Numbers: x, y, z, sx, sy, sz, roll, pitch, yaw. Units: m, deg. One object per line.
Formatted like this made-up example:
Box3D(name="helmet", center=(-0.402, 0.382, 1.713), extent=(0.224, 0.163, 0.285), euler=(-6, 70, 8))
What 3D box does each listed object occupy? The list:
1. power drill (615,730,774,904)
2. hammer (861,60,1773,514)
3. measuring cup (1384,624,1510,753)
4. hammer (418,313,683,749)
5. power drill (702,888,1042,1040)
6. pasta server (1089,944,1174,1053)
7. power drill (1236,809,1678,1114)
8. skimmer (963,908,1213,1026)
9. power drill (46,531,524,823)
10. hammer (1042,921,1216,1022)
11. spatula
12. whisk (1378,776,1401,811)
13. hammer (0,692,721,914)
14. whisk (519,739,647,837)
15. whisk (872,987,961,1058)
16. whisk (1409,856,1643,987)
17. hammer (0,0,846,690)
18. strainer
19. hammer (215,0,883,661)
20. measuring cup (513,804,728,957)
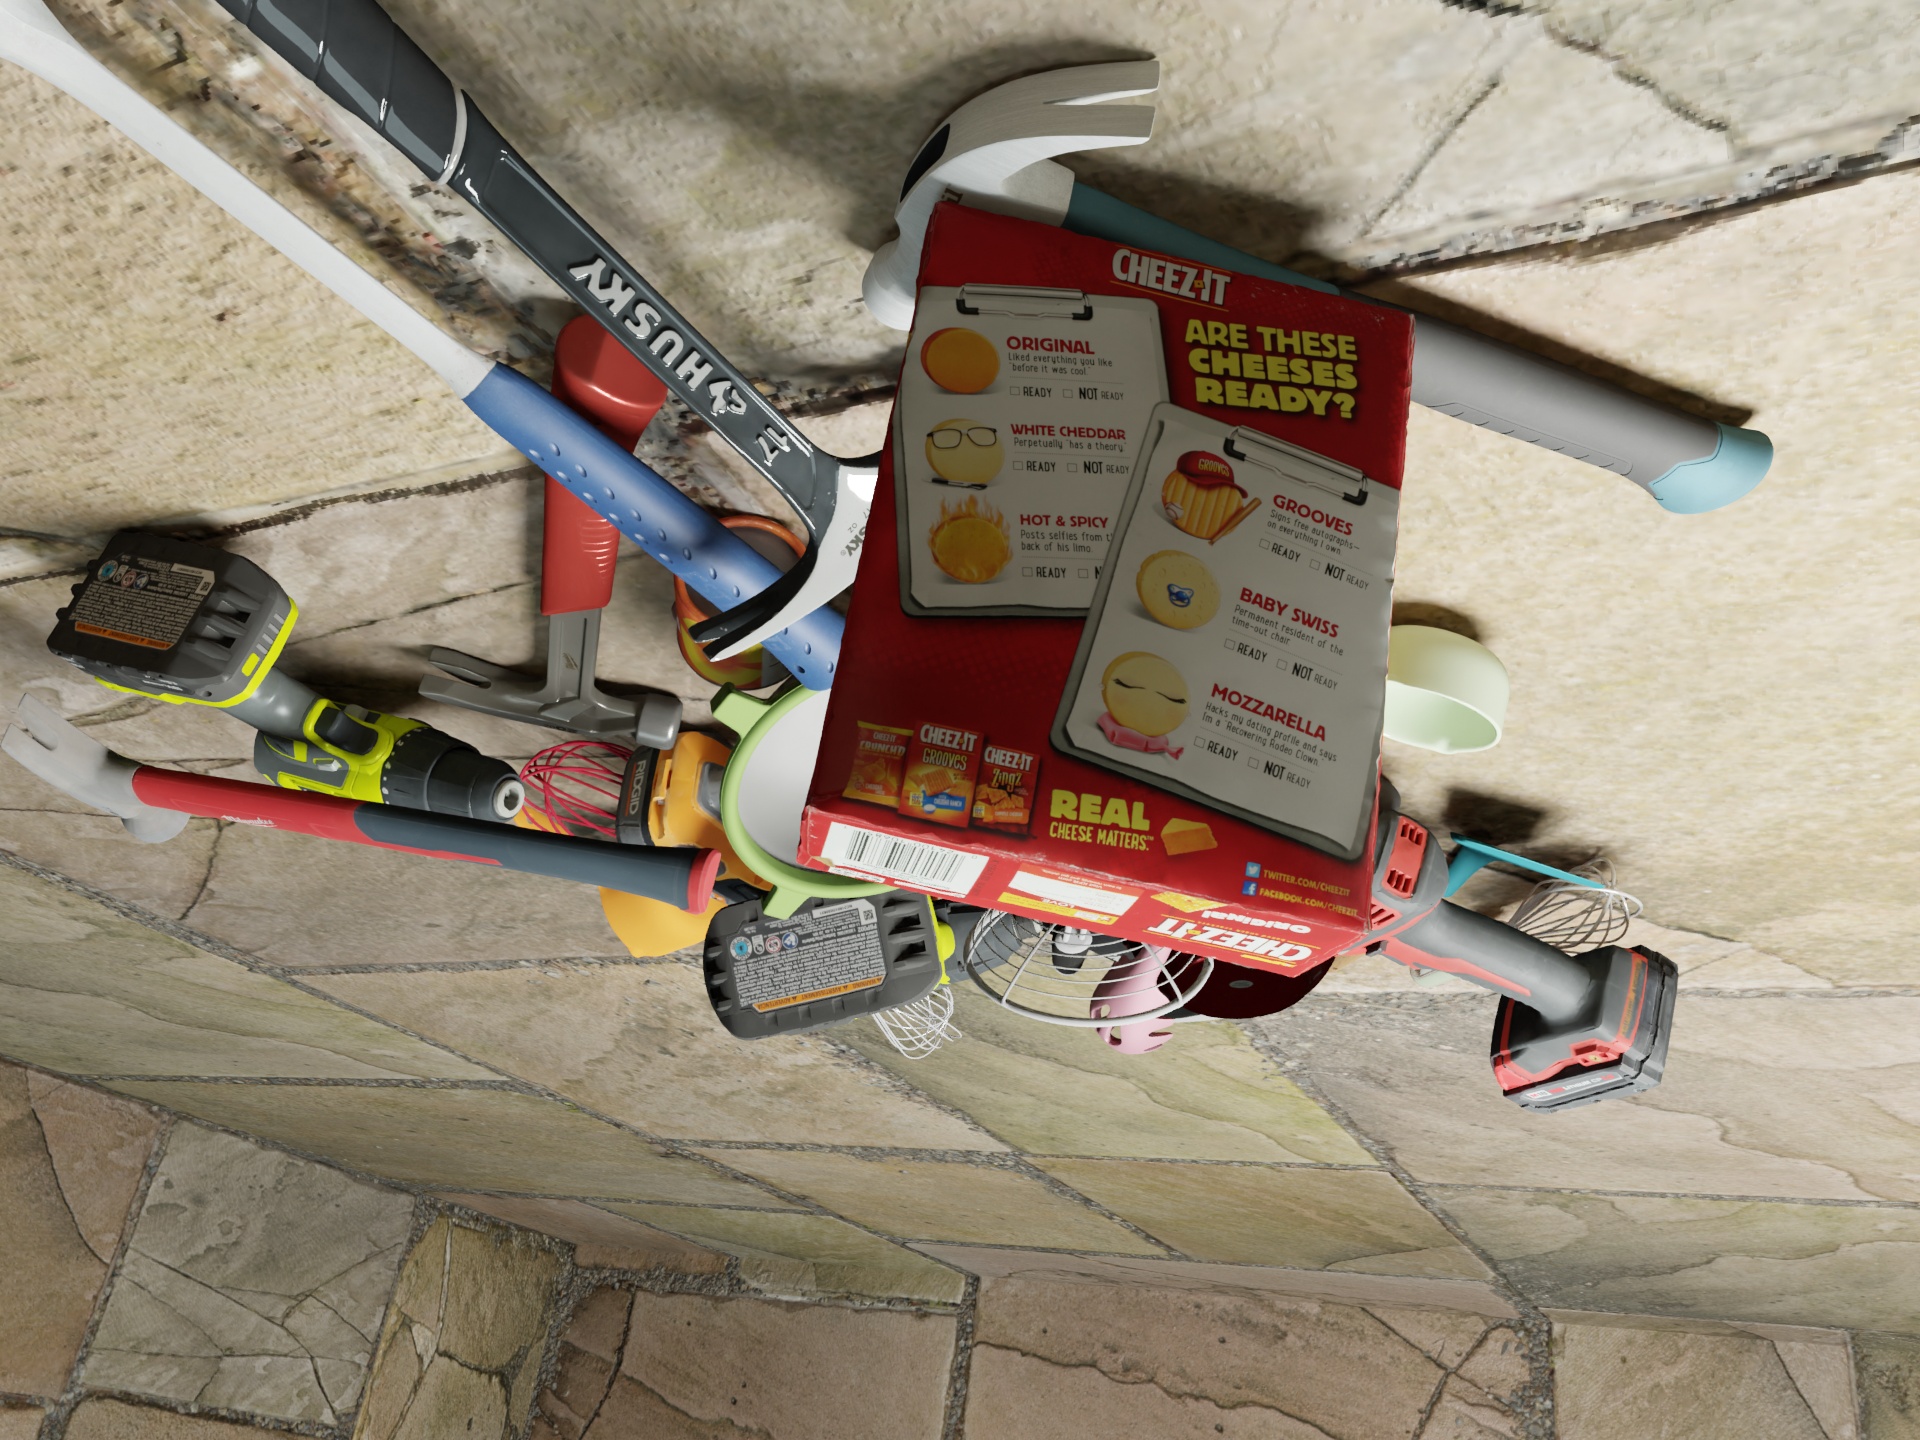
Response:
Box3D(name="power drill", center=(-0.070, 0.054, 0.962), extent=(0.226, 0.084, 0.185), euler=(-14, 147, 31))
Box3D(name="hammer", center=(0.138, -0.137, 0.563), extent=(0.331, 0.033, 0.128), euler=(16, 154, -14))
Box3D(name="measuring cup", center=(0.187, -0.022, 0.782), extent=(0.168, 0.038, 0.083), euler=(9, 161, 41))
Box3D(name="hammer", center=(-0.198, -0.079, 0.784), extent=(0.149, 0.037, 0.359), euler=(14, 154, -9))
Box3D(name="power drill", center=(-0.049, 0.141, 0.981), extent=(0.171, 0.080, 0.223), euler=(-14, 170, 12))
Box3D(name="pasta server", center=(0.139, 0.113, 0.971), extent=(0.060, 0.040, 0.316), euler=(45, 139, 24))
Box3D(name="power drill", center=(0.272, 0.143, 0.927), extent=(0.226, 0.080, 0.188), euler=(28, 151, -8))
Box3D(name="skimmer", center=(0.069, 0.150, 0.939), extent=(0.127, 0.090, 0.363), euler=(-1, 165, 2))
Box3D(name="power drill", center=(-0.373, -0.007, 0.909), extent=(0.191, 0.080, 0.228), euler=(11, 157, 27))
Box3D(name="hammer", center=(0.086, 0.152, 1.147), extent=(0.334, 0.035, 0.146), euler=(28, 147, -32))
Box3D(name="spatula", center=(0.292, 0.123, 1.012), extent=(0.082, 0.044, 0.317), euler=(18, 154, -3))
Box3D(name="whisk", center=(0.166, 0.020, 0.825), extent=(0.055, 0.055, 0.238), euler=(-16, 157, 40))
Box3D(name="hammer", center=(-0.323, 0.053, 0.877), extent=(0.386, 0.038, 0.143), euler=(8, 156, 10))
Box3D(name="whisk", center=(-0.177, 0.079, 1.067), extent=(0.073, 0.073, 0.295), euler=(-11, 152, 35))
Box3D(name="whisk", center=(-0.082, 0.197, 1.274), extent=(0.070, 0.070, 0.284), euler=(-8, 144, 30))
Box3D(name="whisk", center=(0.351, 0.139, 1.021), extent=(0.059, 0.058, 0.246), euler=(14, 158, -7))
Box3D(name="hammer", center=(-0.188, -0.136, 0.597), extent=(0.405, 0.035, 0.144), euler=(38, 145, -29))
Box3D(name="strainer", center=(-0.001, -0.003, 0.801), extent=(0.256, 0.069, 0.151), euler=(-17, 132, -11))
Box3D(name="hammer", center=(-0.156, -0.173, 0.521), extent=(0.408, 0.149, 0.036), euler=(41, -179, -37))
Box3D(name="measuring cup", center=(-0.226, 0.095, 1.082), extent=(0.052, 0.095, 0.173), euler=(-19, 139, 29))
